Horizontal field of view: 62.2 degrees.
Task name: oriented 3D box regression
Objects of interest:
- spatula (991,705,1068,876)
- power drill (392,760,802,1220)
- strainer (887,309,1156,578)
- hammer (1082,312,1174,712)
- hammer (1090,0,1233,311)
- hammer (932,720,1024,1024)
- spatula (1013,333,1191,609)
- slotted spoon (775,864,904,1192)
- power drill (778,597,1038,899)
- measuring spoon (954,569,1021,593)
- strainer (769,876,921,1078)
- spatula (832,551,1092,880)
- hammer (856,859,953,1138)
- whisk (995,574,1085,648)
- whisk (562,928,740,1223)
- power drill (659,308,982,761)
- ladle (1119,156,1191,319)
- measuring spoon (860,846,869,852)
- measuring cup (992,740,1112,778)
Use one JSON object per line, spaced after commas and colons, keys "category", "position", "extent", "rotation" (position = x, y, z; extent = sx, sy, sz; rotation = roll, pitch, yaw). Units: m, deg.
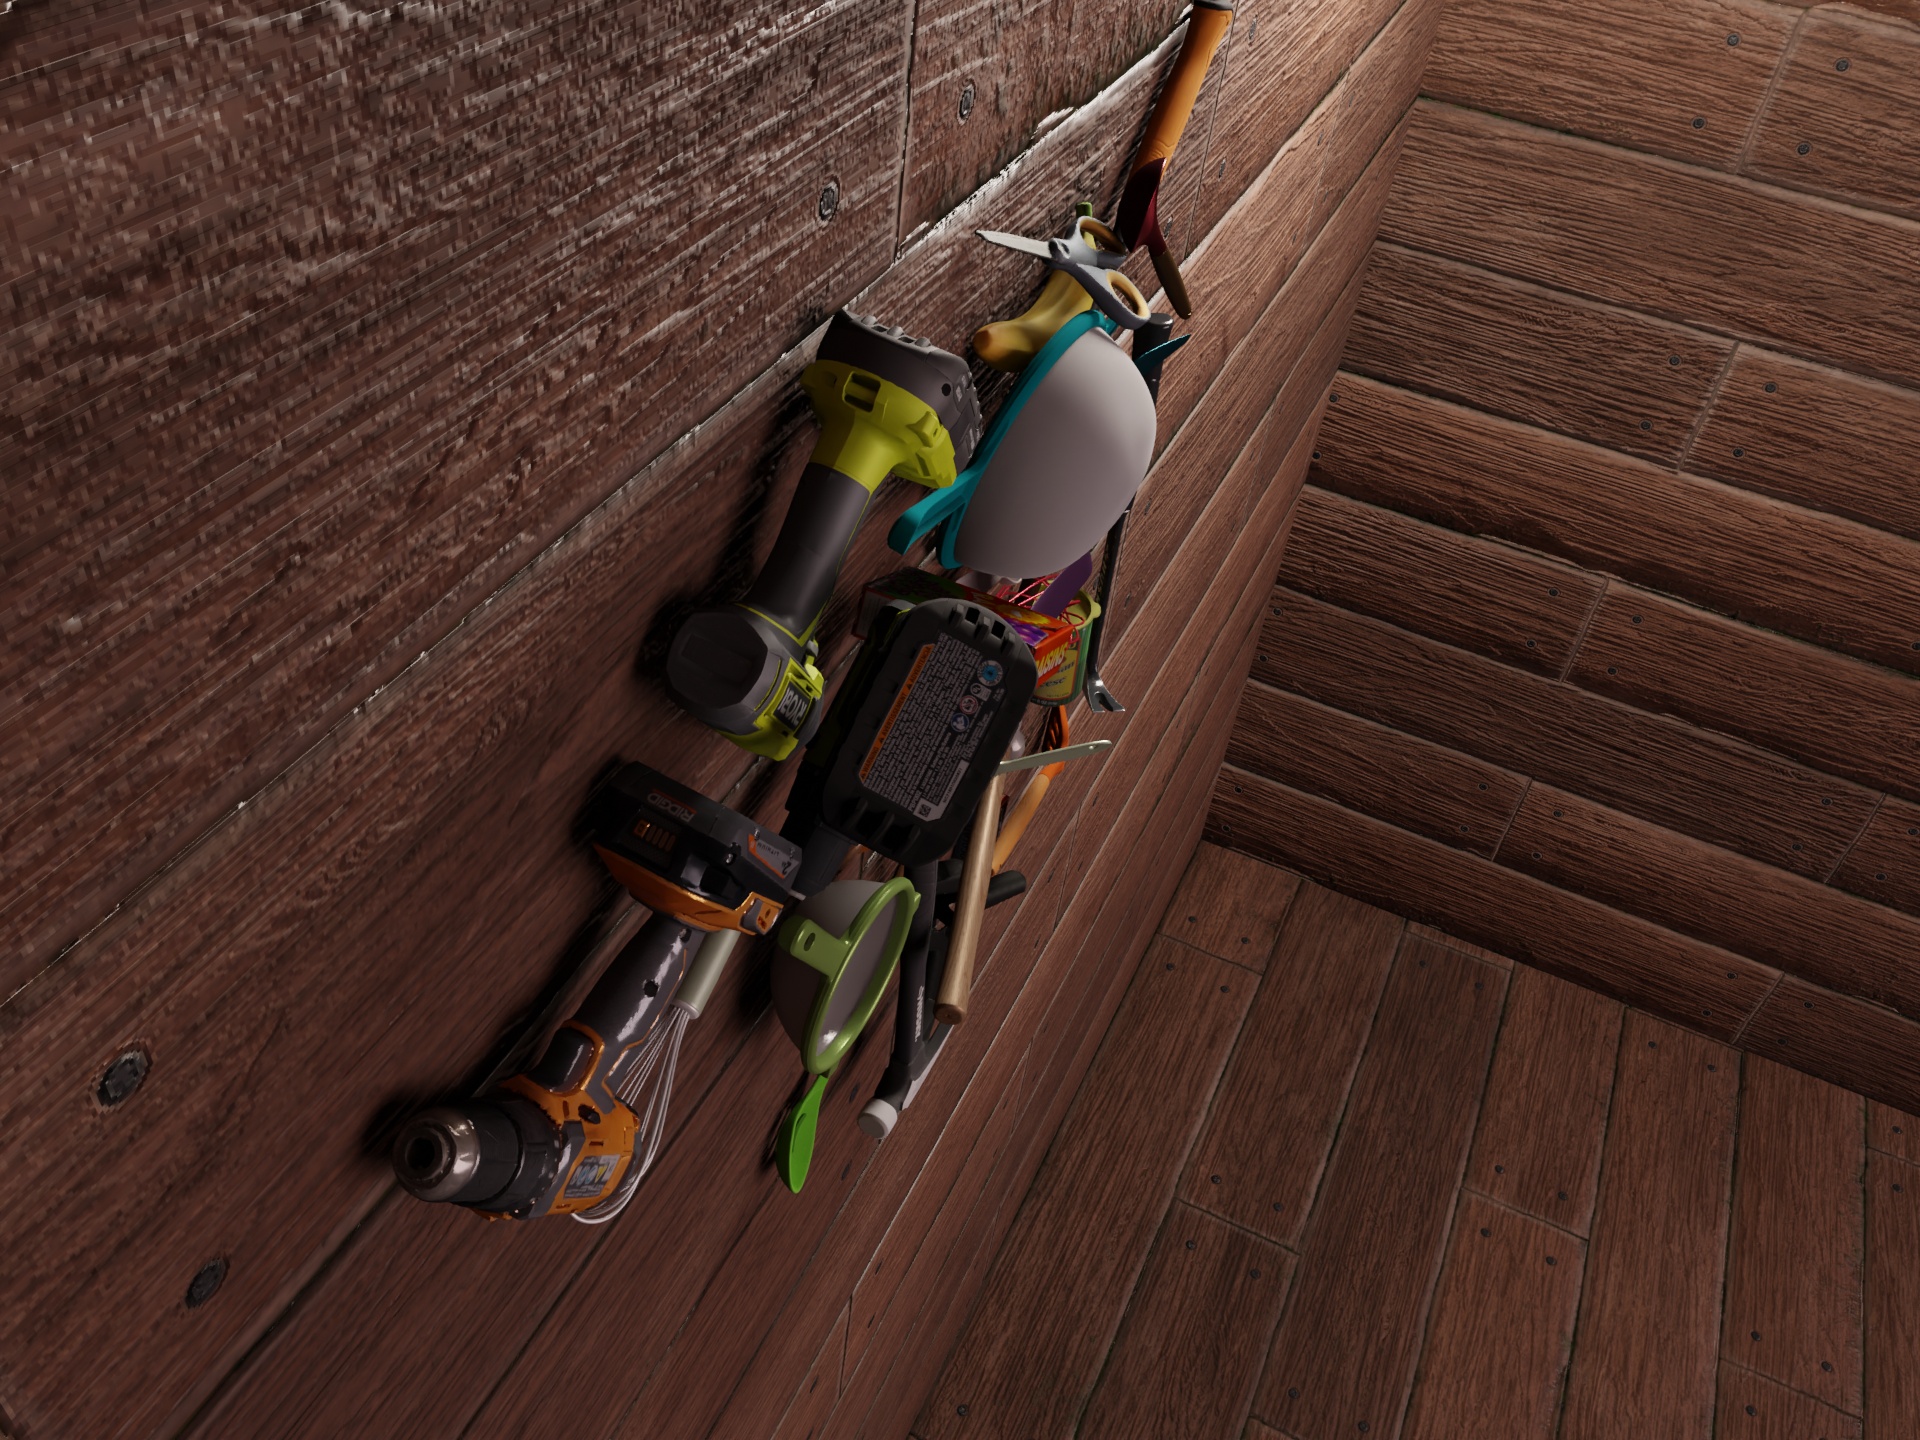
{"category": "spatula", "position": [0.066, 0.068, 1.583], "extent": [0.323, 0.041, 0.081], "rotation": [-54, 160, -59]}
{"category": "power drill", "position": [-0.178, 0.137, 0.777], "extent": [0.226, 0.084, 0.185], "rotation": [-63, 163, -7]}
{"category": "strainer", "position": [0.054, -0.154, 1.081], "extent": [0.211, 0.095, 0.340], "rotation": [-61, 173, 31]}
{"category": "hammer", "position": [0.140, -0.180, 1.412], "extent": [0.408, 0.036, 0.149], "rotation": [97, -15, -45]}
{"category": "hammer", "position": [0.143, -0.414, 1.257], "extent": [0.127, 0.034, 0.337], "rotation": [41, 70, -74]}
{"category": "hammer", "position": [0.018, 0.107, 1.380], "extent": [0.130, 0.031, 0.332], "rotation": [86, 13, -53]}
{"category": "spatula", "position": [0.097, -0.185, 1.310], "extent": [0.082, 0.044, 0.317], "rotation": [-34, 154, -45]}
{"category": "slotted spoon", "position": [-0.090, 0.240, 1.336], "extent": [0.070, 0.031, 0.314], "rotation": [62, 49, -71]}
{"category": "power drill", "position": [-0.045, 0.019, 0.901], "extent": [0.190, 0.080, 0.228], "rotation": [-63, -169, -7]}
{"category": "measuring spoon", "position": [0.013, -0.104, 1.202], "extent": [0.018, 0.034, 0.124], "rotation": [-28, -175, 32]}
{"category": "strainer", "position": [-0.103, 0.154, 1.080], "extent": [0.151, 0.069, 0.256], "rotation": [-63, 165, -11]}
{"category": "spatula", "position": [-0.002, -0.004, 1.173], "extent": [0.316, 0.018, 0.059], "rotation": [-50, 161, -9]}
{"category": "hammer", "position": [-0.037, 0.202, 1.361], "extent": [0.146, 0.035, 0.334], "rotation": [-52, 154, -47]}
{"category": "whisk", "position": [0.022, -0.073, 1.229], "extent": [0.296, 0.073, 0.073], "rotation": [-17, 127, -61]}
{"category": "whisk", "position": [-0.167, 0.176, 0.931], "extent": [0.059, 0.058, 0.246], "rotation": [52, 50, -38]}
{"category": "power drill", "position": [-0.072, -0.088, 0.852], "extent": [0.223, 0.080, 0.171], "rotation": [-64, 170, -7]}
{"category": "ladle", "position": [0.162, -0.369, 1.266], "extent": [0.069, 0.031, 0.315], "rotation": [-69, 166, 3]}
{"category": "measuring spoon", "position": [-0.073, 0.090, 1.226], "extent": [0.117, 0.011, 0.021], "rotation": [-3, 114, -70]}
{"category": "measuring cup", "position": [0.032, 0.020, 1.233], "extent": [0.083, 0.167, 0.038], "rotation": [84, -5, -65]}
